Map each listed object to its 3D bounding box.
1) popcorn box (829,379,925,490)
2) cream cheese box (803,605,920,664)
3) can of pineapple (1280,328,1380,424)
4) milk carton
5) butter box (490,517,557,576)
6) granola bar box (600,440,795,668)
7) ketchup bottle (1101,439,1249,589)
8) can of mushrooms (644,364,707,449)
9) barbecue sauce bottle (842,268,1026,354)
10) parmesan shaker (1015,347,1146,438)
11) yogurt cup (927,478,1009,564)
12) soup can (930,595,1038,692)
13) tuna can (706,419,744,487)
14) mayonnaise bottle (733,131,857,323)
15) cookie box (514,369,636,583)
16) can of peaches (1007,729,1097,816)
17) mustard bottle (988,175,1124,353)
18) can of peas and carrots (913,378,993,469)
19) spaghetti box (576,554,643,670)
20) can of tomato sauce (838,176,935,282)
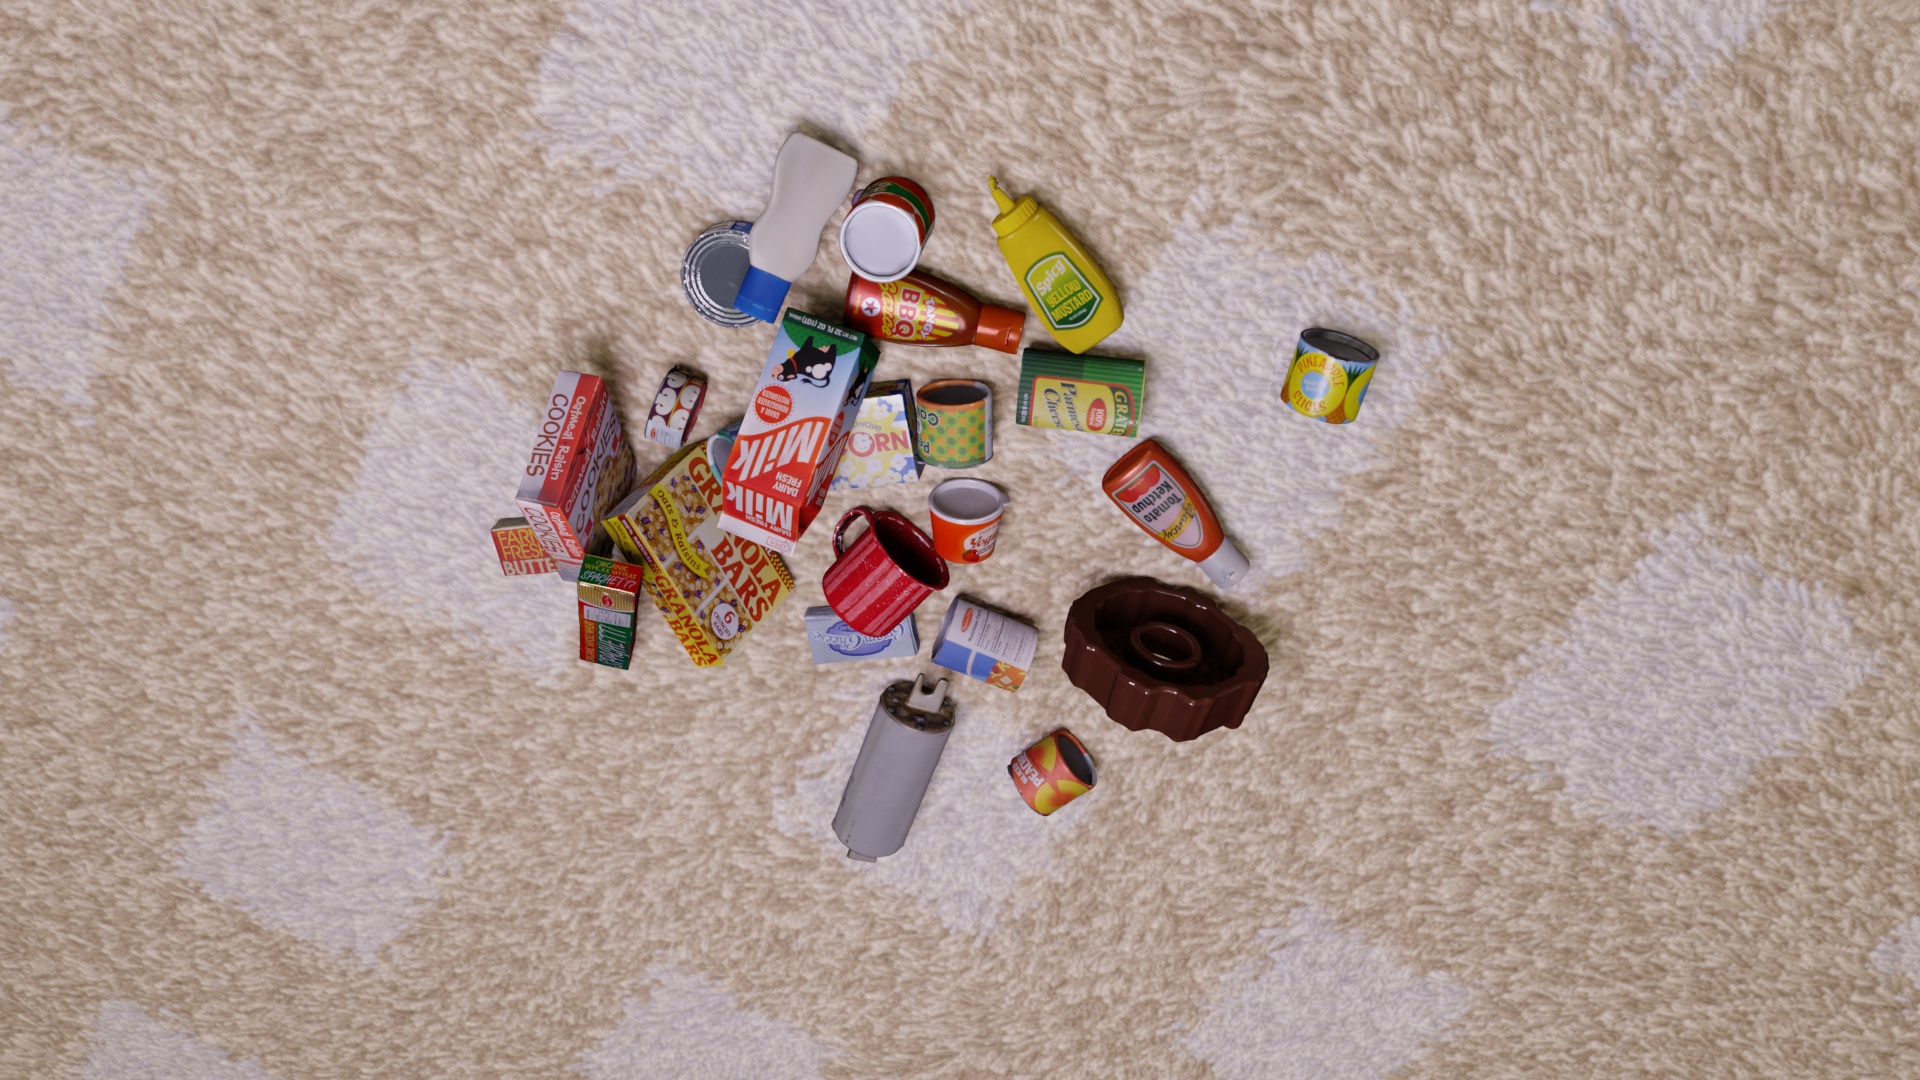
[{"bbox_3d":[-0.101,-0.090,1.224,0.127,0.038,0.085,-5,115,10],"label":"popcorn box"},{"bbox_3d":[-0.094,0.087,1.323,0.104,0.024,0.053,-6,117,10],"label":"cream cheese box"},{"bbox_3d":[0.301,-0.134,1.137,0.071,0.071,0.057,13,118,0],"label":"can of pineapple"},{"bbox_3d":[-0.137,-0.087,1.153,0.072,0.073,0.190,21,89,8],"label":"milk carton"},{"bbox_3d":[-0.387,0.003,1.314,0.103,0.024,0.053,-6,116,9],"label":"butter box"},{"bbox_3d":[-0.231,0.012,1.243,0.039,0.125,0.165,-12,117,36],"label":"granola bar box"},{"bbox_3d":[0.195,-0.019,1.224,0.064,0.044,0.148,-39,107,23],"label":"ketchup bottle"},{"bbox_3d":[-0.248,-0.117,1.214,0.033,0.071,0.070,22,118,-4],"label":"can of mushrooms"},{"bbox_3d":[-0.021,-0.190,1.160,0.148,0.044,0.064,13,116,-1],"label":"barbecue sauce bottle"},{"bbox_3d":[0.100,-0.122,1.169,0.103,0.071,0.071,6,118,4],"label":"parmesan shaker"},{"bbox_3d":[0.004,-0.016,1.237,0.072,0.073,0.053,6,126,4],"label":"yogurt cup"},{"bbox_3d":[0.022,0.098,1.293,0.084,0.072,0.071,22,118,-5],"label":"soup can"},{"bbox_3d":[-0.190,-0.069,1.224,0.071,0.033,0.070,28,134,34],"label":"tuna can"},{"bbox_3d":[-0.138,-0.249,1.118,0.065,0.041,0.148,23,98,-16],"label":"mayonnaise bottle"},{"bbox_3d":[-0.322,-0.049,1.181,0.040,0.123,0.166,9,155,2],"label":"cookie box"},{"bbox_3d":[0.089,0.224,1.348,0.058,0.071,0.071,-36,108,21],"label":"can of peaches"},{"bbox_3d":[0.068,-0.228,1.127,0.065,0.049,0.160,-34,109,19],"label":"mustard bottle"},{"bbox_3d":[-0.007,-0.100,1.191,0.071,0.071,0.058,2,117,6],"label":"can of peas and carrots"},{"bbox_3d":[-0.318,0.069,1.254,0.050,0.029,0.249,14,157,-10],"label":"spaghetti box"},{"bbox_3d":[-0.060,-0.250,1.111,0.071,0.083,0.070,3,118,5],"label":"can of tomato sauce"}]
